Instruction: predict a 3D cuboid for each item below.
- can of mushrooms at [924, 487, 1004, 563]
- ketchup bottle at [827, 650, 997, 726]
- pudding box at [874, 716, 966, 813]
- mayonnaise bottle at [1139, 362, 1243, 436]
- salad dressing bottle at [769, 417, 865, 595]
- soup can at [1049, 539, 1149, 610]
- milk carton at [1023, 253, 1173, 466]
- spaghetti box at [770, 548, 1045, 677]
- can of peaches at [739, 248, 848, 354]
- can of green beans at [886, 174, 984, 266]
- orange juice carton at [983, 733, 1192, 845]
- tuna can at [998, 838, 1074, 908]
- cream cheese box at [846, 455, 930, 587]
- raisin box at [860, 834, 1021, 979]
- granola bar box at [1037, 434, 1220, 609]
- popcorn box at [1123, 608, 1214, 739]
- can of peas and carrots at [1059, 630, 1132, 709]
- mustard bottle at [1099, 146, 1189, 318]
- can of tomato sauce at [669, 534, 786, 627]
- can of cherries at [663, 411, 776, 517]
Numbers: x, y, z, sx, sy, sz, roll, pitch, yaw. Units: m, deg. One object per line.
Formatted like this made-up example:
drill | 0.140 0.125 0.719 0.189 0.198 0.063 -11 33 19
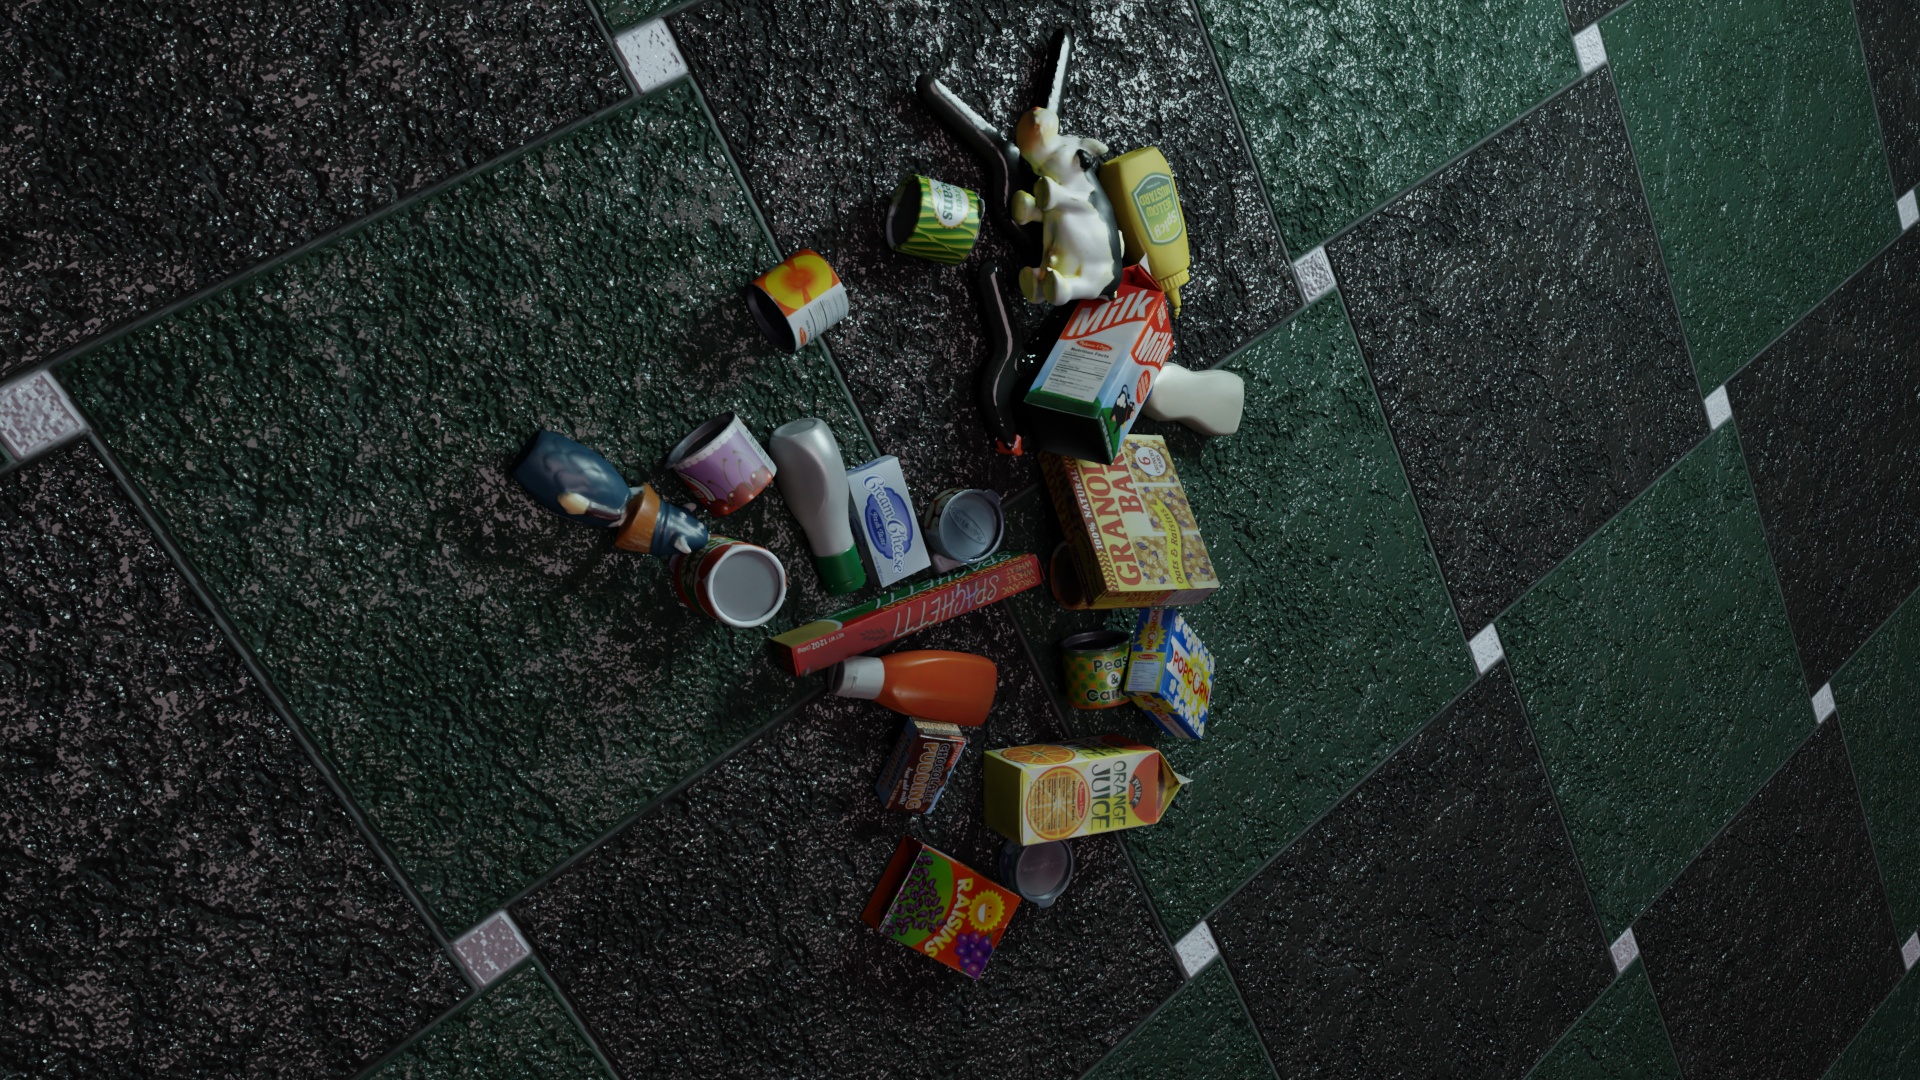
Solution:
can of mushrooms | 0.004 -0.015 1.235 0.071 0.033 0.071 -3 96 -28
ketchup bottle | -0.042 0.125 1.216 0.149 0.043 0.064 10 97 -29
pudding box | -0.035 0.198 1.217 0.050 0.030 0.083 13 115 -30
mayonnaise bottle | 0.203 -0.141 1.331 0.148 0.041 0.064 9 89 -28
salad dressing bottle | -0.116 -0.027 1.154 0.044 0.064 0.147 -36 121 -42
soup can | 0.135 0.033 1.293 0.084 0.071 0.071 -2 96 -28
milk carton | 0.135 -0.167 1.246 0.191 0.073 0.072 -61 151 -24
spaghetti box | -0.043 0.060 1.206 0.251 0.050 0.028 -20 106 -27
can of peaches | -0.134 -0.195 1.124 0.058 0.071 0.071 -38 111 -21
can of green beans | -0.023 -0.271 1.177 0.058 0.071 0.071 10 90 -29
orange juice carton | 0.121 0.228 1.301 0.193 0.072 0.073 -3 96 -29
tuna can | 0.071 0.305 1.302 0.071 0.033 0.071 -3 96 -29
cream cheese box | -0.066 -0.017 1.201 0.053 0.024 0.103 -25 106 -26
raisin box | -0.016 0.331 1.252 0.123 0.040 0.086 35 77 -28
granola bar box | 0.151 -0.019 1.265 0.124 0.039 0.166 -1 59 -29
popcorn box | 0.200 0.127 1.315 0.126 0.038 0.085 45 53 -51
can of peas and carrots | 0.130 0.121 1.296 0.071 0.071 0.058 -13 102 -28
mustard bottle | 0.182 -0.284 1.300 0.065 0.049 0.159 -30 108 -22
can of tomato sauce | -0.185 0.031 1.104 0.071 0.083 0.071 -3 97 -29
can of cherries | -0.191 -0.059 1.104 0.072 0.071 0.058 -44 115 -18
